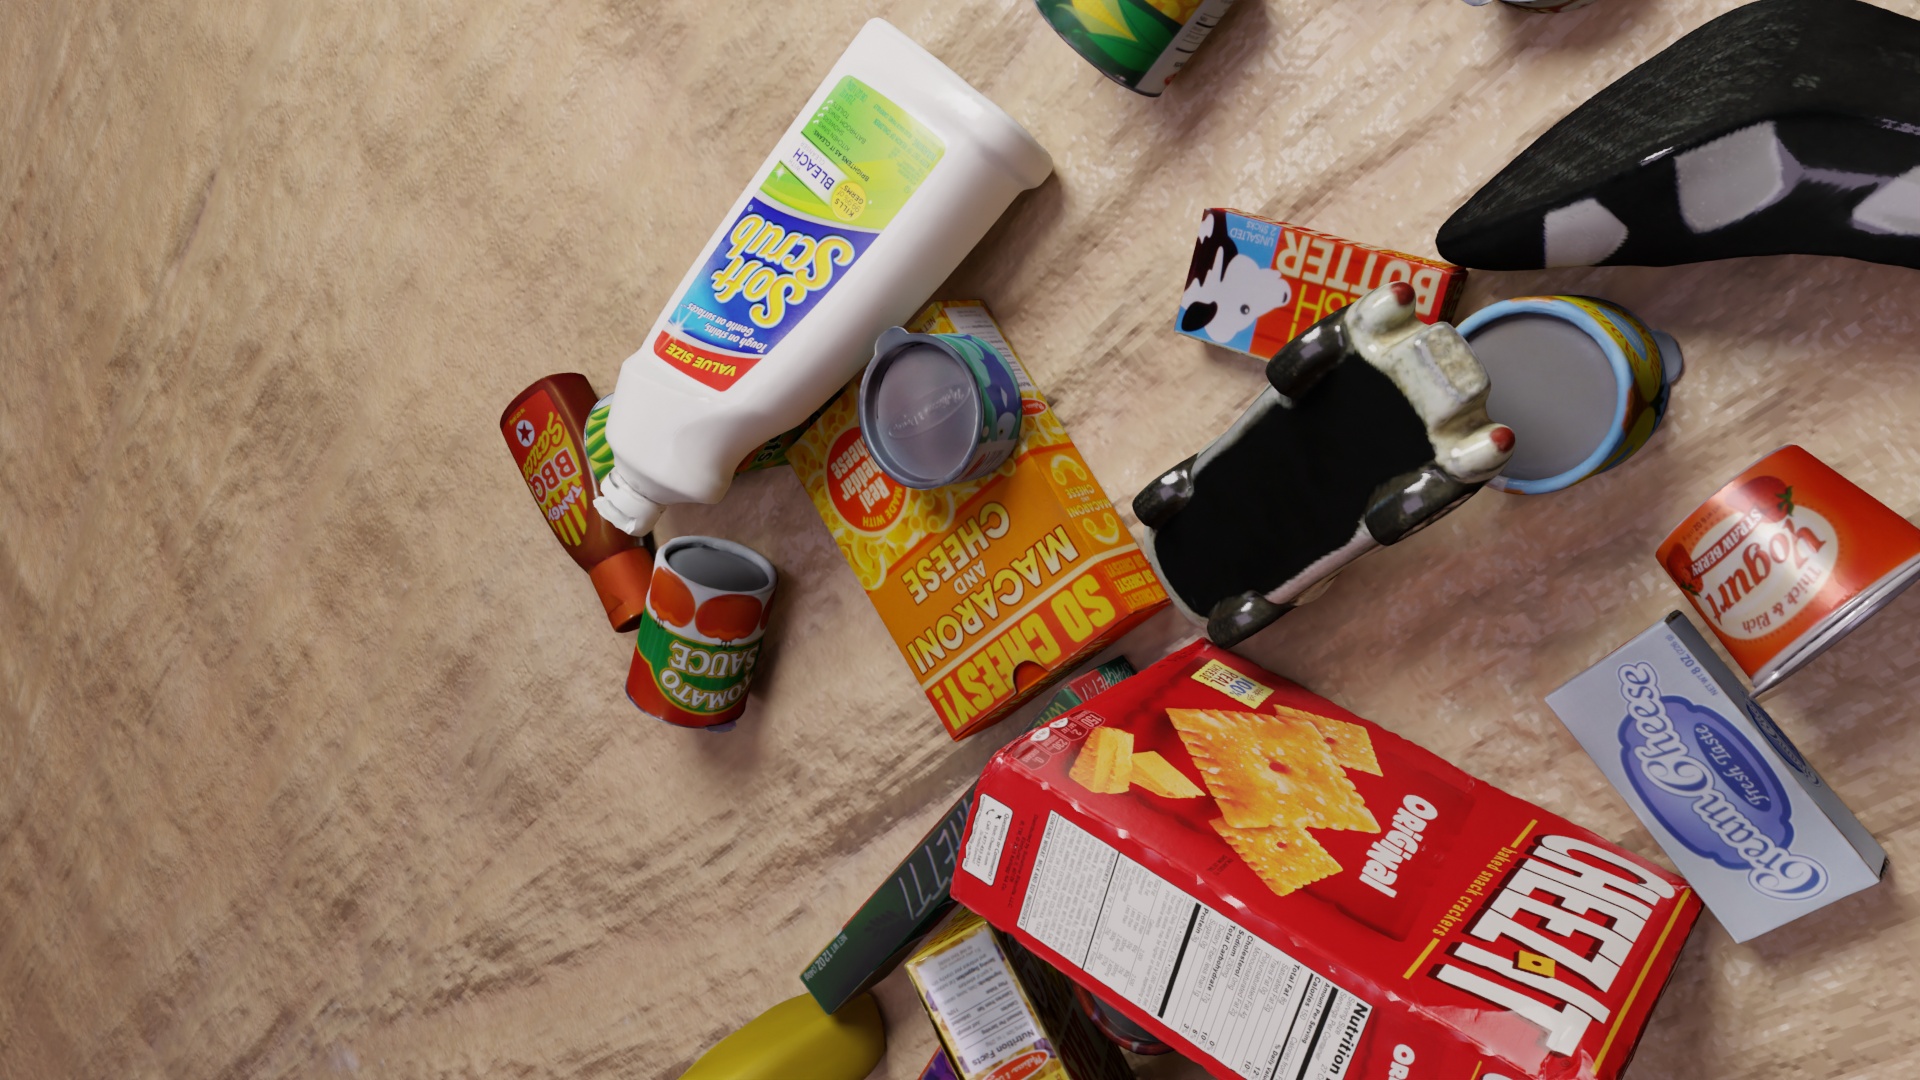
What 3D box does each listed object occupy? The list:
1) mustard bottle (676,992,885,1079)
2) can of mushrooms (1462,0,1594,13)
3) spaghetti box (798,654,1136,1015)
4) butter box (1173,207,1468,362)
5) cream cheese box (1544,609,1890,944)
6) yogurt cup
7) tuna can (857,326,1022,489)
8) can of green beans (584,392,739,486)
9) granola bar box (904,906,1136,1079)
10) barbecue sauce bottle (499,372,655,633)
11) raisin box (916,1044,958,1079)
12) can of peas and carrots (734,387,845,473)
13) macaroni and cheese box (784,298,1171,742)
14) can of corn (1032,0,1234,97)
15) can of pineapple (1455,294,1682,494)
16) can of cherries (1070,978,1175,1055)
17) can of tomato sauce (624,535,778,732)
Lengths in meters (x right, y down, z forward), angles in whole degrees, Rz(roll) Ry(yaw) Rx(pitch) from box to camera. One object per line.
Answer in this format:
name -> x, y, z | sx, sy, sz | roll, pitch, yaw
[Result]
mustard bottle -> -0.108, 0.280, 0.706 | 0.065, 0.161, 0.049 | -15, 91, 39
can of mushrooms -> 0.196, -0.211, 0.465 | 0.071, 0.033, 0.071 | 8, 104, 35
spaghetti box -> 0.002, 0.147, 0.668 | 0.029, 0.050, 0.248 | 49, 123, 17
butter box -> 0.137, -0.092, 0.537 | 0.103, 0.024, 0.053 | 24, 113, 32
cream cheese box -> 0.258, 0.081, 0.479 | 0.053, 0.024, 0.104 | -46, 71, 35
yogurt cup -> 0.261, 0.007, 0.439 | 0.054, 0.072, 0.072 | 54, 125, 26
tuna can -> -0.010, -0.058, 0.597 | 0.071, 0.033, 0.071 | 7, 101, 35
can of green beans -> -0.155, -0.054, 0.738 | 0.057, 0.071, 0.071 | -12, 91, 37
granola bar box -> 0.034, 0.213, 0.587 | 0.039, 0.165, 0.124 | -30, 79, 4
barbecue sauce bottle -> -0.212, -0.020, 0.802 | 0.064, 0.044, 0.148 | -35, 78, 35
raisin box -> 0.028, 0.307, 0.685 | 0.123, 0.040, 0.085 | 41, 121, 25
can of peas and carrots -> -0.103, -0.068, 0.700 | 0.071, 0.059, 0.070 | 8, 104, 36
macaroni and cheese box -> 0.002, -0.008, 0.644 | 0.123, 0.040, 0.166 | -41, 74, 35
can of corn -> 0.068, -0.218, 0.537 | 0.071, 0.071, 0.058 | 53, 124, 17
can of pineapple -> 0.202, -0.052, 0.475 | 0.071, 0.058, 0.071 | 8, 103, 36
can of cherries -> 0.089, 0.183, 0.603 | 0.071, 0.058, 0.071 | 7, 103, 36
can of tomato sauce -> -0.138, 0.049, 0.743 | 0.071, 0.071, 0.082 | 31, 115, 29
